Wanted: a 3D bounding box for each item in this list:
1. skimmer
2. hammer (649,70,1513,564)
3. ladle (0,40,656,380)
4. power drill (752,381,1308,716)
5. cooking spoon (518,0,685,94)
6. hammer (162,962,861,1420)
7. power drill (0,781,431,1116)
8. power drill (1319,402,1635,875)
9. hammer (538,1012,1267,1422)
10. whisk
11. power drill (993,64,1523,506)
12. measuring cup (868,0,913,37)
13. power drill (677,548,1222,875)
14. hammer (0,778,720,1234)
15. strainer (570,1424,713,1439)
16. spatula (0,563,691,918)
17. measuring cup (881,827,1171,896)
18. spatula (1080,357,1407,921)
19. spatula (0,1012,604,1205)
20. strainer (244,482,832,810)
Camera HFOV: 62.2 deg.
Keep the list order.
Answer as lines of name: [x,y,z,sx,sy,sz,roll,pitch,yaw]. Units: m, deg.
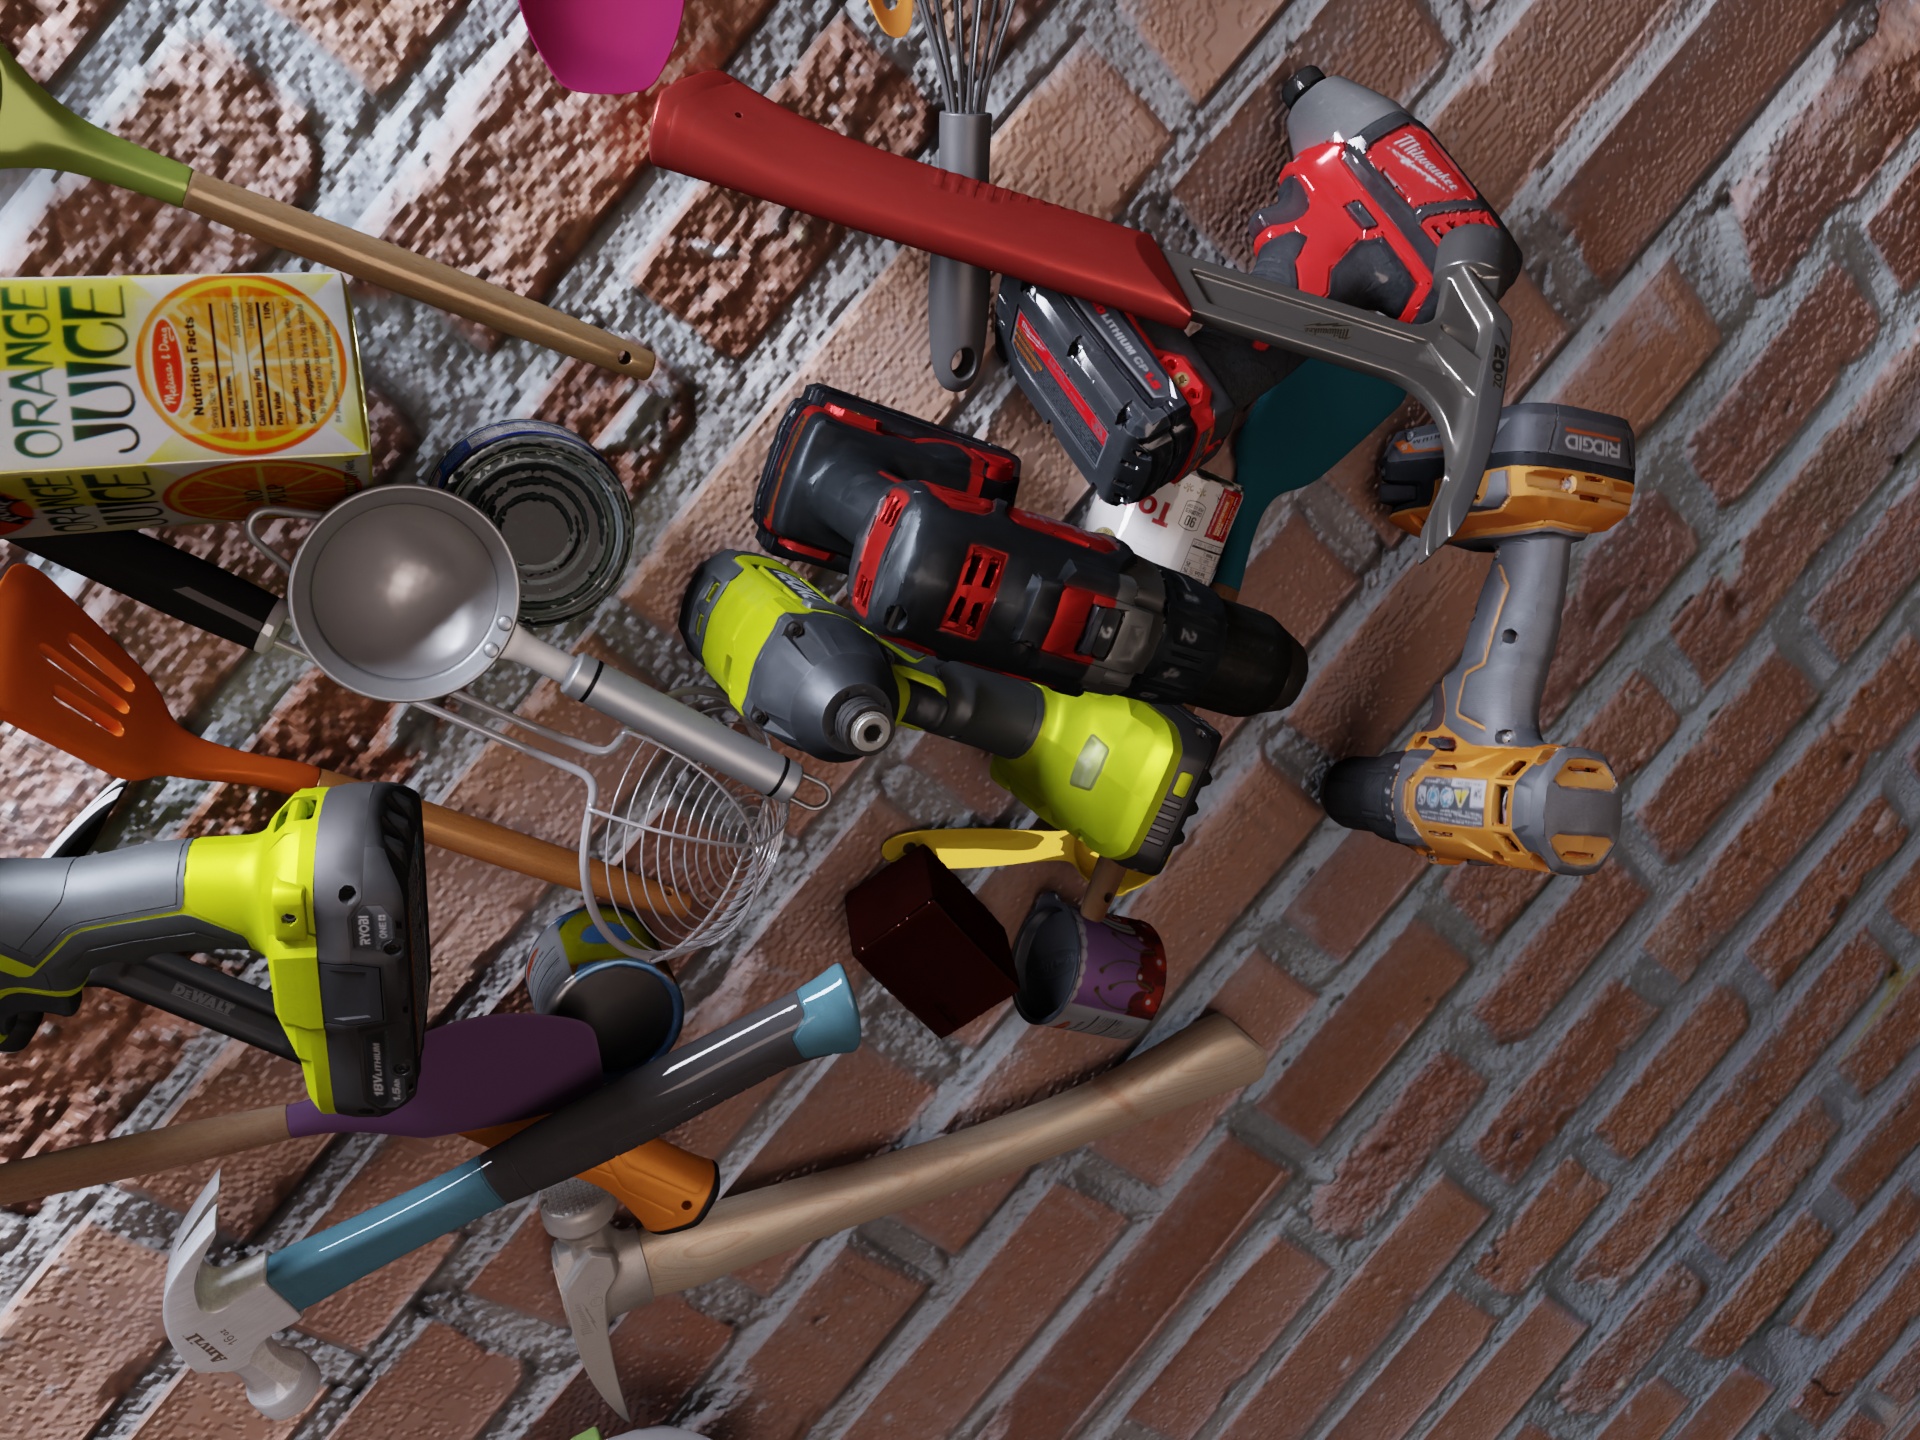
skimmer: [-0.236,-0.007,0.684,0.363,0.090,0.127,26,72,-18]
hammer: [0.047,-0.182,0.649,0.359,0.036,0.149,16,71,-2]
ladle: [-0.261,-0.187,0.596,0.320,0.062,0.078,17,103,-30]
power drill: [0.021,-0.065,0.662,0.187,0.227,0.080,14,103,-27]
cooking spoon: [-0.142,-0.402,0.585,0.068,0.017,0.318,-8,113,-21]
hammer: [-0.193,0.198,0.705,0.331,0.033,0.128,-26,127,-3]
power drill: [-0.329,0.102,0.616,0.228,0.080,0.190,0,120,-13]
power drill: [0.261,-0.037,0.830,0.084,0.185,0.226,5,88,-25]
hammer: [-0.014,0.255,0.880,0.410,0.038,0.146,-14,116,-18]
whisk: [0.000,-0.260,0.685,0.055,0.055,0.238,-8,117,-20]
power drill: [0.131,-0.205,0.722,0.219,0.078,0.143,-31,79,-12]
measuring cup: [-0.053,-0.358,0.622,0.095,0.052,0.173,-23,119,-14]
power drill: [-0.001,-0.002,0.712,0.223,0.171,0.080,17,102,-31]
hammer: [-0.253,0.150,0.716,0.336,0.034,0.127,30,97,-23]
strainer: [-0.129,0.443,0.884,0.256,0.069,0.151,16,104,-30]
spatula: [-0.251,0.030,0.686,0.322,0.081,0.041,24,123,-33]
measuring cup: [0.035,0.061,0.839,0.156,0.029,0.062,-1,108,-10]
spatula: [0.131,-0.043,0.808,0.082,0.044,0.317,22,90,-36]
spatula: [-0.314,0.175,0.679,0.316,0.018,0.059,-11,116,-13]
strainer: [-0.163,-0.021,0.650,0.258,0.050,0.087,29,92,-22]
